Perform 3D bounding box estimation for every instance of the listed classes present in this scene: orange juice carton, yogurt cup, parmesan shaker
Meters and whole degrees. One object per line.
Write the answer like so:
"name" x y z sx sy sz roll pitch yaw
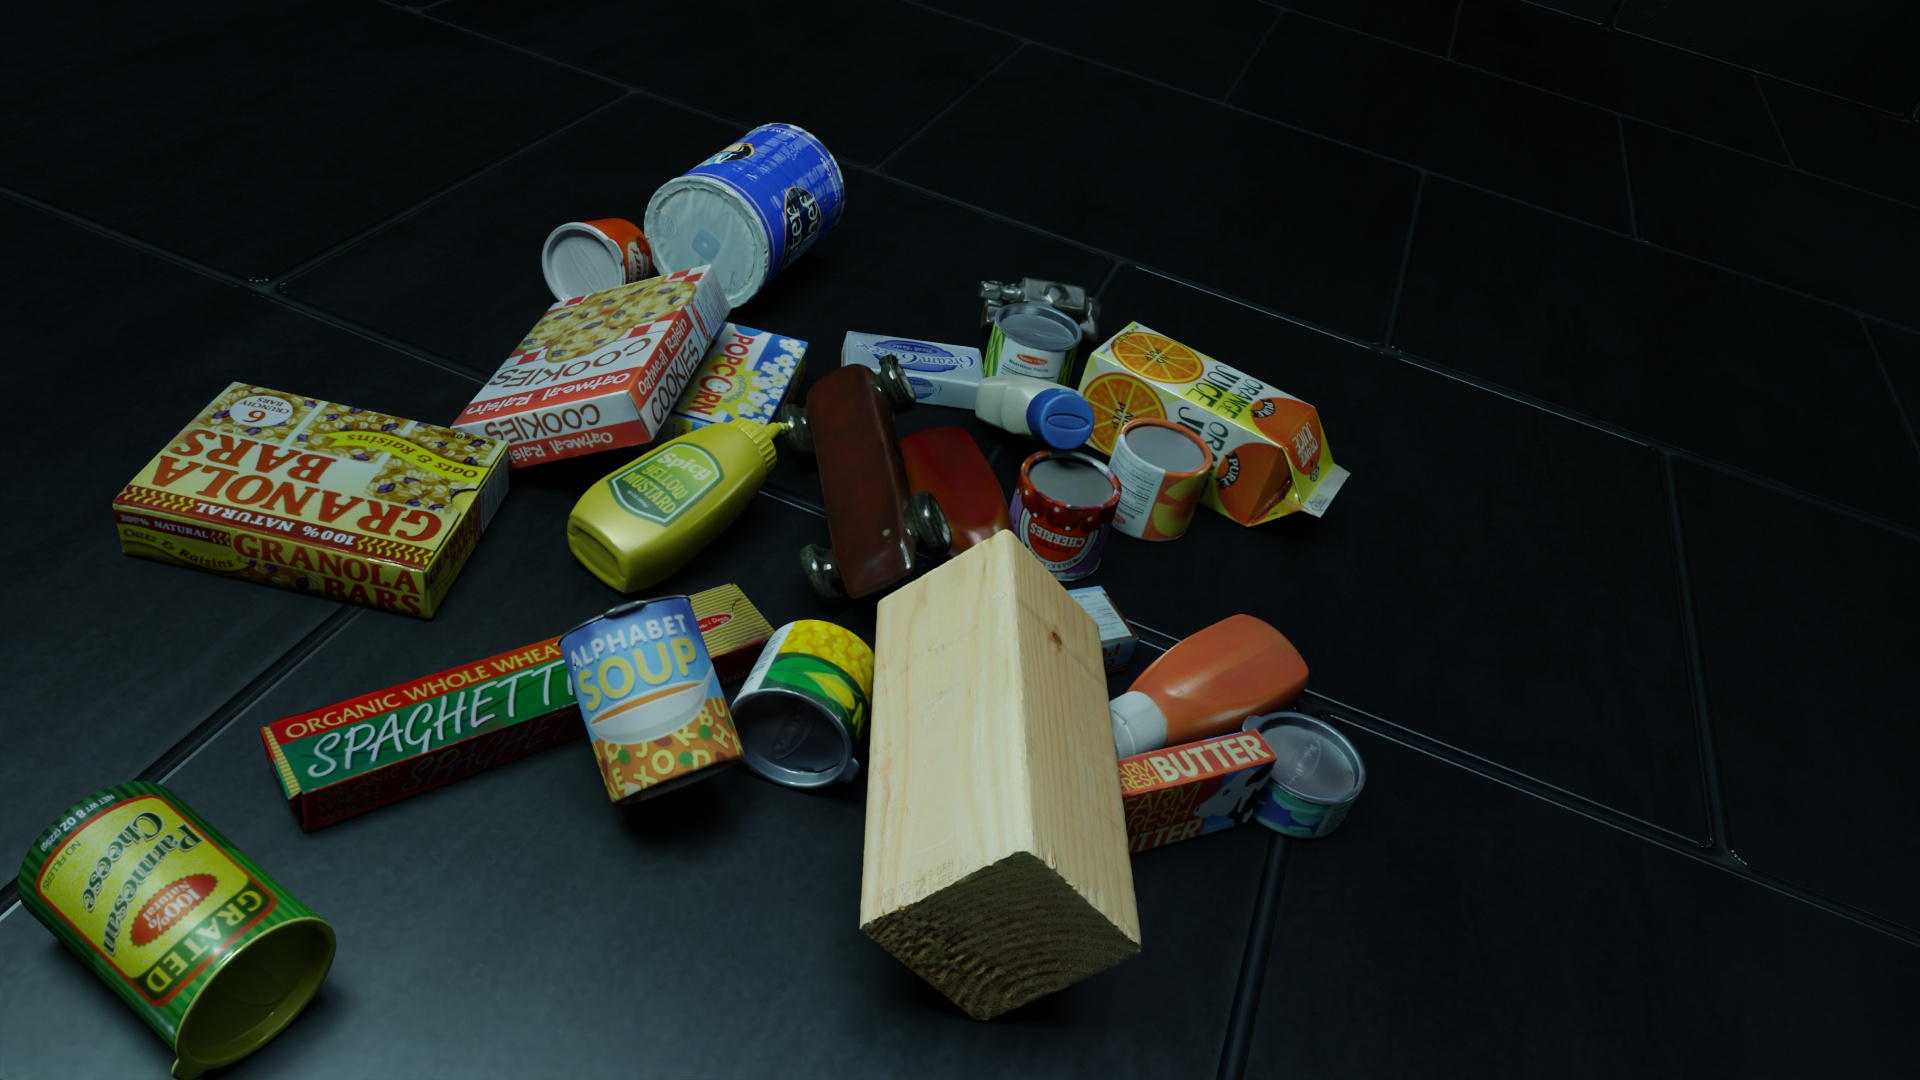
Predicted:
"orange juice carton" 0.180 -0.076 0.990 0.193 0.072 0.072 29 39 17
"yogurt cup" -0.262 -0.203 1.013 0.072 0.072 0.054 22 30 10
"parmesan shaker" -0.310 0.150 0.545 0.103 0.071 0.072 30 40 19

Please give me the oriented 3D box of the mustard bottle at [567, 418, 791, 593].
"mustard bottle" -0.157 -0.034 0.826 0.065 0.048 0.161 35 51 15

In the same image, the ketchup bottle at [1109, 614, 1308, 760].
"ketchup bottle" 0.129 0.089 0.786 0.149 0.043 0.065 -20 48 -36

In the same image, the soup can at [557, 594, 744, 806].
"soup can" -0.148 0.076 0.663 0.071 0.071 0.084 -15 78 -33

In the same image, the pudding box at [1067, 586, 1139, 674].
"pudding box" 0.056 0.056 0.815 0.084 0.030 0.050 -8 44 -26

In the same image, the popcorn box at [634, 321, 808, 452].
"popcorn box" -0.160 -0.099 0.934 0.085 0.038 0.127 14 37 1

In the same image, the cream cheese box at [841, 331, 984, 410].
"cream cheese box" -0.035 -0.125 1.020 0.104 0.024 0.053 7 38 -11

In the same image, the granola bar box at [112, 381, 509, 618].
"granola bar box" -0.354 -0.026 0.775 0.166 0.038 0.125 12 37 -3

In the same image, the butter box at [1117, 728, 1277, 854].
"butter box" 0.111 0.132 0.718 0.104 0.052 0.024 -7 40 -26

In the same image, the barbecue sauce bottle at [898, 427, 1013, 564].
"barbecue sauce bottle" 0.003 -0.011 0.871 0.065 0.043 0.149 -15 46 -15

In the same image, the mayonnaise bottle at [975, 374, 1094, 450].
"mayonnaise bottle" 0.053 -0.087 0.936 0.065 0.041 0.148 5 10 -12

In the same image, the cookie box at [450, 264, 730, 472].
"cookie box" -0.229 -0.109 0.882 0.123 0.040 0.168 -10 34 17

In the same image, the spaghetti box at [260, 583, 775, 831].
"spaghetti box" -0.212 0.078 0.699 0.251 0.028 0.050 -18 48 -35

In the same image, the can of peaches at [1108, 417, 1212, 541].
"can of peaches" 0.133 -0.043 0.944 0.071 0.057 0.071 9 38 -7

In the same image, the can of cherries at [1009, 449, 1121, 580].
"can of cherries" 0.064 -0.016 0.886 0.071 0.058 0.072 9 37 -7

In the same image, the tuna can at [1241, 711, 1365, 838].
"tuna can" 0.183 0.128 0.764 0.071 0.032 0.071 9 37 -7

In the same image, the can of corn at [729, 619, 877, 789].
"can of corn" -0.076 0.084 0.707 0.071 0.070 0.058 17 37 4

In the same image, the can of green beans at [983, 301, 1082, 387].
"can of green beans" 0.052 -0.135 1.035 0.071 0.057 0.071 9 38 -7
